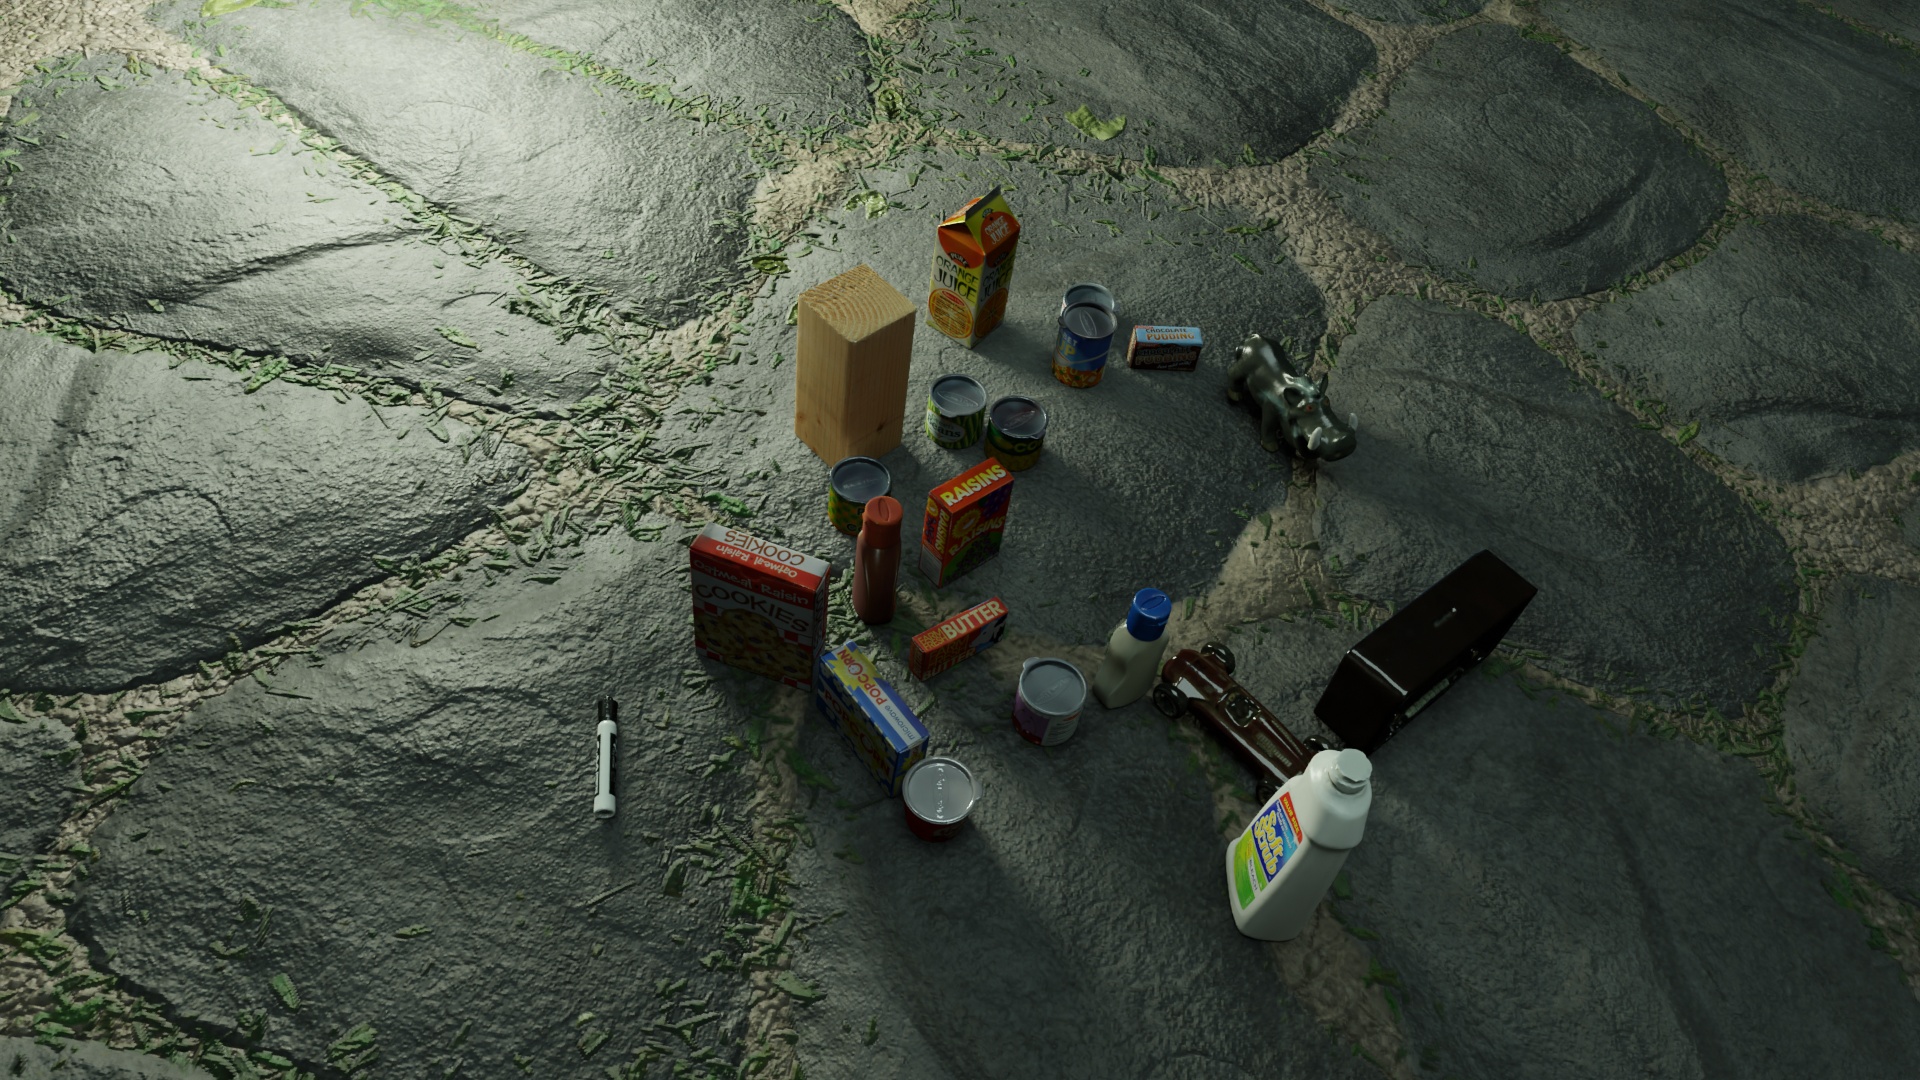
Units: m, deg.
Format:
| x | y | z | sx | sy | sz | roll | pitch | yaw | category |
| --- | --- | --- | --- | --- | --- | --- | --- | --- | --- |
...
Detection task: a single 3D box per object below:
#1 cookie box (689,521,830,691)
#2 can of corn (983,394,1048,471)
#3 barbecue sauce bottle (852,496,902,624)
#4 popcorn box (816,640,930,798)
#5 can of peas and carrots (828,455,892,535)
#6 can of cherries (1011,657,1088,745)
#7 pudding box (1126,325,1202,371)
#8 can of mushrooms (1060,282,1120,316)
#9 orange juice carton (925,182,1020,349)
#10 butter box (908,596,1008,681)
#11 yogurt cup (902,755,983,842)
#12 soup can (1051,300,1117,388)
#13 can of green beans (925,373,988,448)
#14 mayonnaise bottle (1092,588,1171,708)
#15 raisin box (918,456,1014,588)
| x | y | z | sx | sy | sz | roll | pitch | yaw | category |
| --- | --- | --- | --- | --- | --- | --- | --- | --- | --- |
| -0.188 | 0.065 | 1.302 | 0.123 | 0.166 | 0.040 | 18 | 51 | 7 | cookie box |
| 0.064 | -0.119 | 1.561 | 0.071 | 0.058 | 0.071 | 4 | 50 | -5 | can of corn |
| -0.081 | 0.017 | 1.370 | 0.044 | 0.147 | 0.065 | -5 | 52 | -12 | barbecue sauce bottle |
| -0.083 | 0.166 | 1.288 | 0.038 | 0.084 | 0.127 | -28 | 60 | -27 | popcorn box |
| -0.106 | -0.045 | 1.475 | 0.071 | 0.058 | 0.071 | 4 | 50 | -5 | can of peas and carrots |
| 0.084 | 0.154 | 1.340 | 0.071 | 0.058 | 0.072 | 4 | 50 | -5 | can of cherries |
| 0.248 | -0.234 | 1.689 | 0.084 | 0.049 | 0.030 | 2 | 51 | -7 | pudding box |
| 0.161 | -0.286 | 1.730 | 0.071 | 0.033 | 0.071 | 4 | 50 | -5 | can of mushrooms |
| 0.015 | -0.328 | 1.639 | 0.073 | 0.191 | 0.072 | 33 | 54 | 18 | orange juice carton |
| -0.002 | 0.098 | 1.377 | 0.104 | 0.052 | 0.024 | -25 | 59 | -26 | butter box |
| -0.021 | 0.237 | 1.259 | 0.072 | 0.053 | 0.073 | 4 | 50 | -5 | yogurt cup |
| 0.143 | -0.232 | 1.650 | 0.071 | 0.083 | 0.072 | 4 | 51 | -5 | soup can |
| -0.005 | -0.146 | 1.574 | 0.071 | 0.057 | 0.071 | 4 | 50 | -5 | can of green beans |
| 0.169 | 0.103 | 1.337 | 0.065 | 0.147 | 0.041 | -24 | 58 | -25 | mayonnaise bottle |
| 0.005 | -0.018 | 1.428 | 0.086 | 0.122 | 0.040 | -29 | 61 | -28 | raisin box |
